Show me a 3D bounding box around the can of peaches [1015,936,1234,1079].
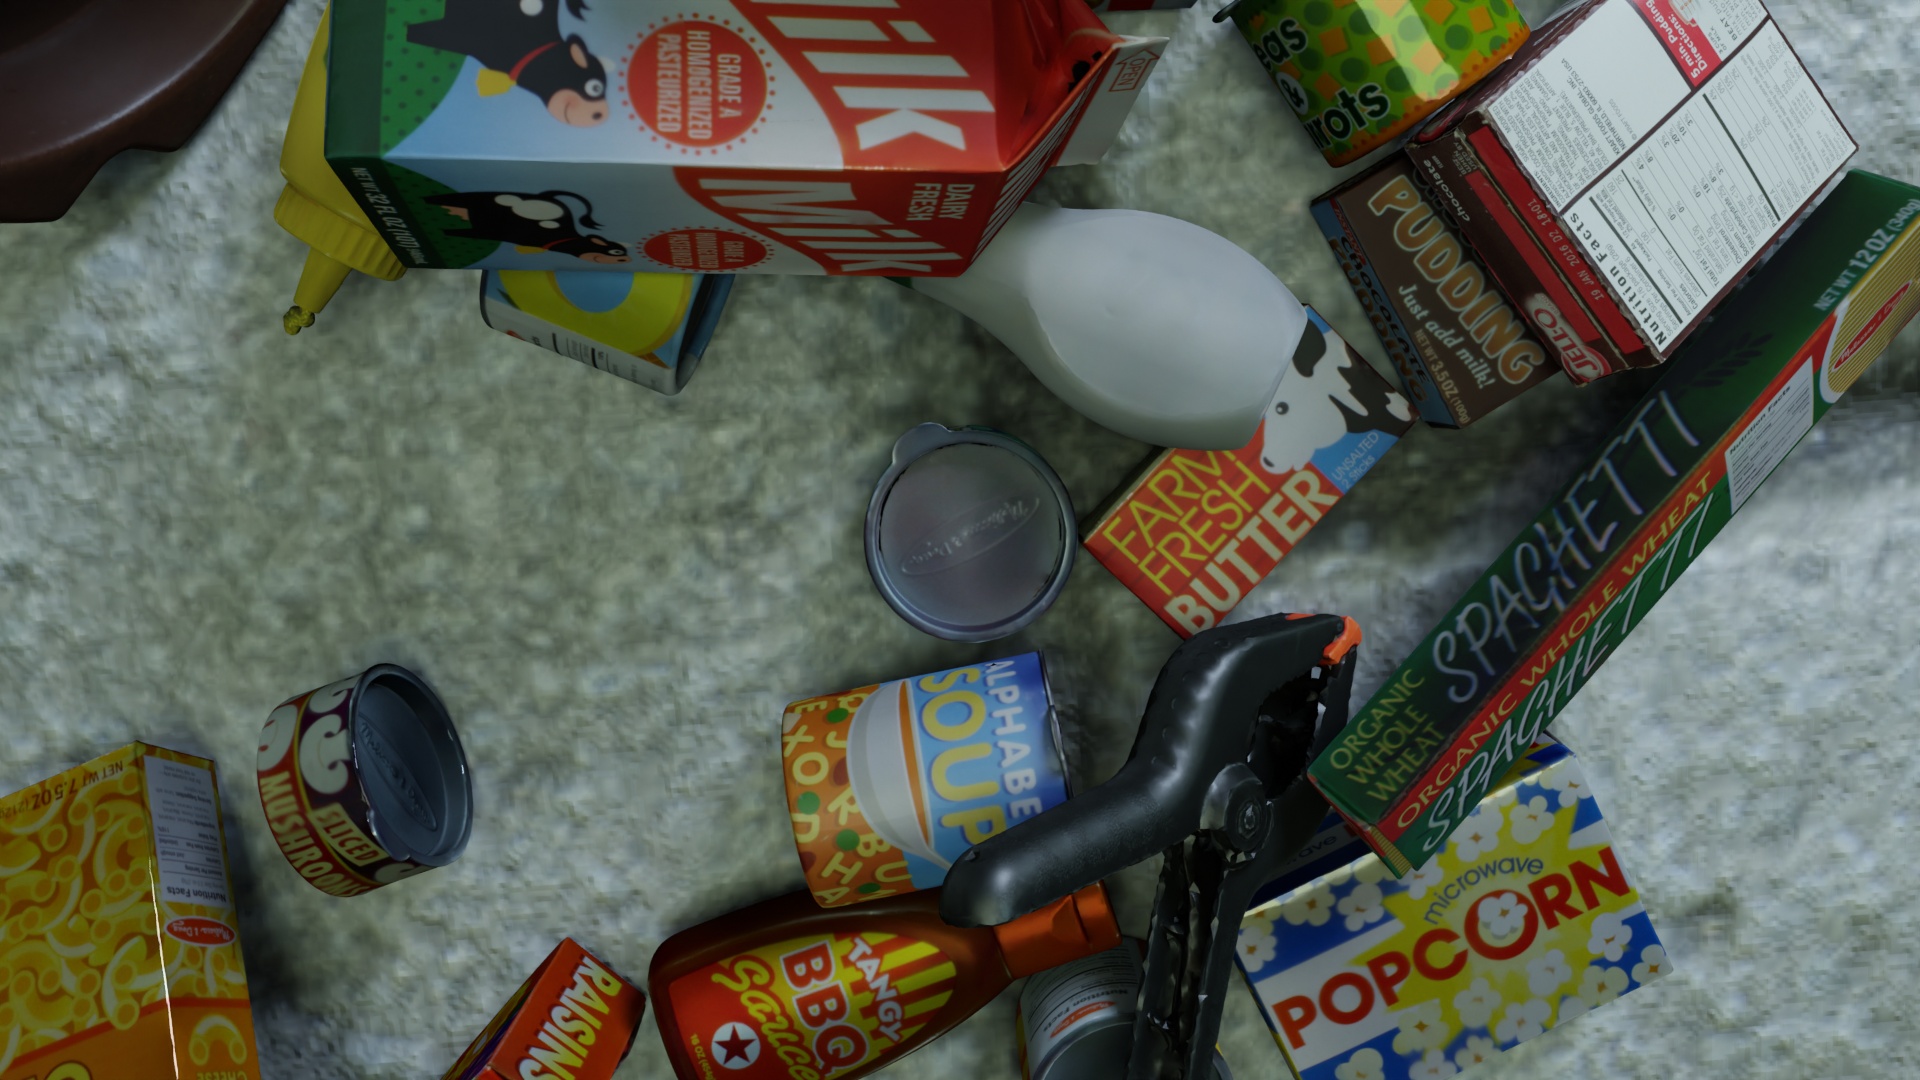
[{"bbox_3d":[0.053,0.174,0.456,0.071,0.058,0.071,0,99,-2],"label":"can of peaches"}]

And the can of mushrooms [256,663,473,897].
[{"bbox_3d":[-0.183,0.076,0.430,0.033,0.071,0.071,-20,99,4],"label":"can of mushrooms"}]

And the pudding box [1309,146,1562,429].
[{"bbox_3d":[0.152,-0.082,0.433,0.049,0.030,0.083,-30,98,2],"label":"pudding box"}]

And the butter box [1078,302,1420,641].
[{"bbox_3d":[0.090,-0.021,0.444,0.053,0.024,0.103,42,95,-6],"label":"butter box"}]

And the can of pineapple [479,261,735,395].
[{"bbox_3d":[-0.099,-0.084,0.409,0.058,0.071,0.071,21,98,-5],"label":"can of pineapple"}]

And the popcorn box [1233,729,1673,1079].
[{"bbox_3d":[0.155,0.127,0.460,0.127,0.038,0.085,-27,98,3],"label":"popcorn box"}]

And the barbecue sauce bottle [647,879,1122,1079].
[{"bbox_3d":[-0.022,0.138,0.456,0.148,0.044,0.064,-19,97,2],"label":"barbecue sauce bottle"}]

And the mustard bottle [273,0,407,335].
[{"bbox_3d":[-0.160,-0.128,0.410,0.065,0.049,0.160,30,97,-4],"label":"mustard bottle"}]

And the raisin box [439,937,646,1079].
[{"bbox_3d":[-0.159,0.198,0.441,0.040,0.086,0.123,40,96,-5],"label":"raisin box"}]

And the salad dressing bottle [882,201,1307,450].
[{"bbox_3d":[0.026,-0.077,0.413,0.148,0.044,0.064,25,85,8],"label":"salad dressing bottle"}]

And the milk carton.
[{"bbox_3d":[-0.049,-0.113,0.350,0.191,0.072,0.073,-1,81,-9],"label":"milk carton"}]

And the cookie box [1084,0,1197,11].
[{"bbox_3d":[0.012,-0.177,0.345,0.123,0.167,0.040,-1,93,-1],"label":"cookie box"}]

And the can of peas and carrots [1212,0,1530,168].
[{"bbox_3d":[0.119,-0.149,0.403,0.071,0.071,0.058,-36,99,5],"label":"can of peas and carrots"}]

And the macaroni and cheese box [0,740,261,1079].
[{"bbox_3d":[-0.280,0.162,0.418,0.124,0.040,0.167,-23,68,3],"label":"macaroni and cheese box"}]

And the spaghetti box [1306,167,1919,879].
[{"bbox_3d":[0.202,-0.004,0.420,0.250,0.029,0.050,-48,139,-1],"label":"spaghetti box"}]

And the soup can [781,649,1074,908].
[{"bbox_3d":[-0.008,0.074,0.433,0.084,0.071,0.071,-12,99,1],"label":"soup can"}]

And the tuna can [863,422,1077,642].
[{"bbox_3d":[0.002,-0.006,0.440,0.071,0.033,0.071,0,99,-1],"label":"tuna can"}]
